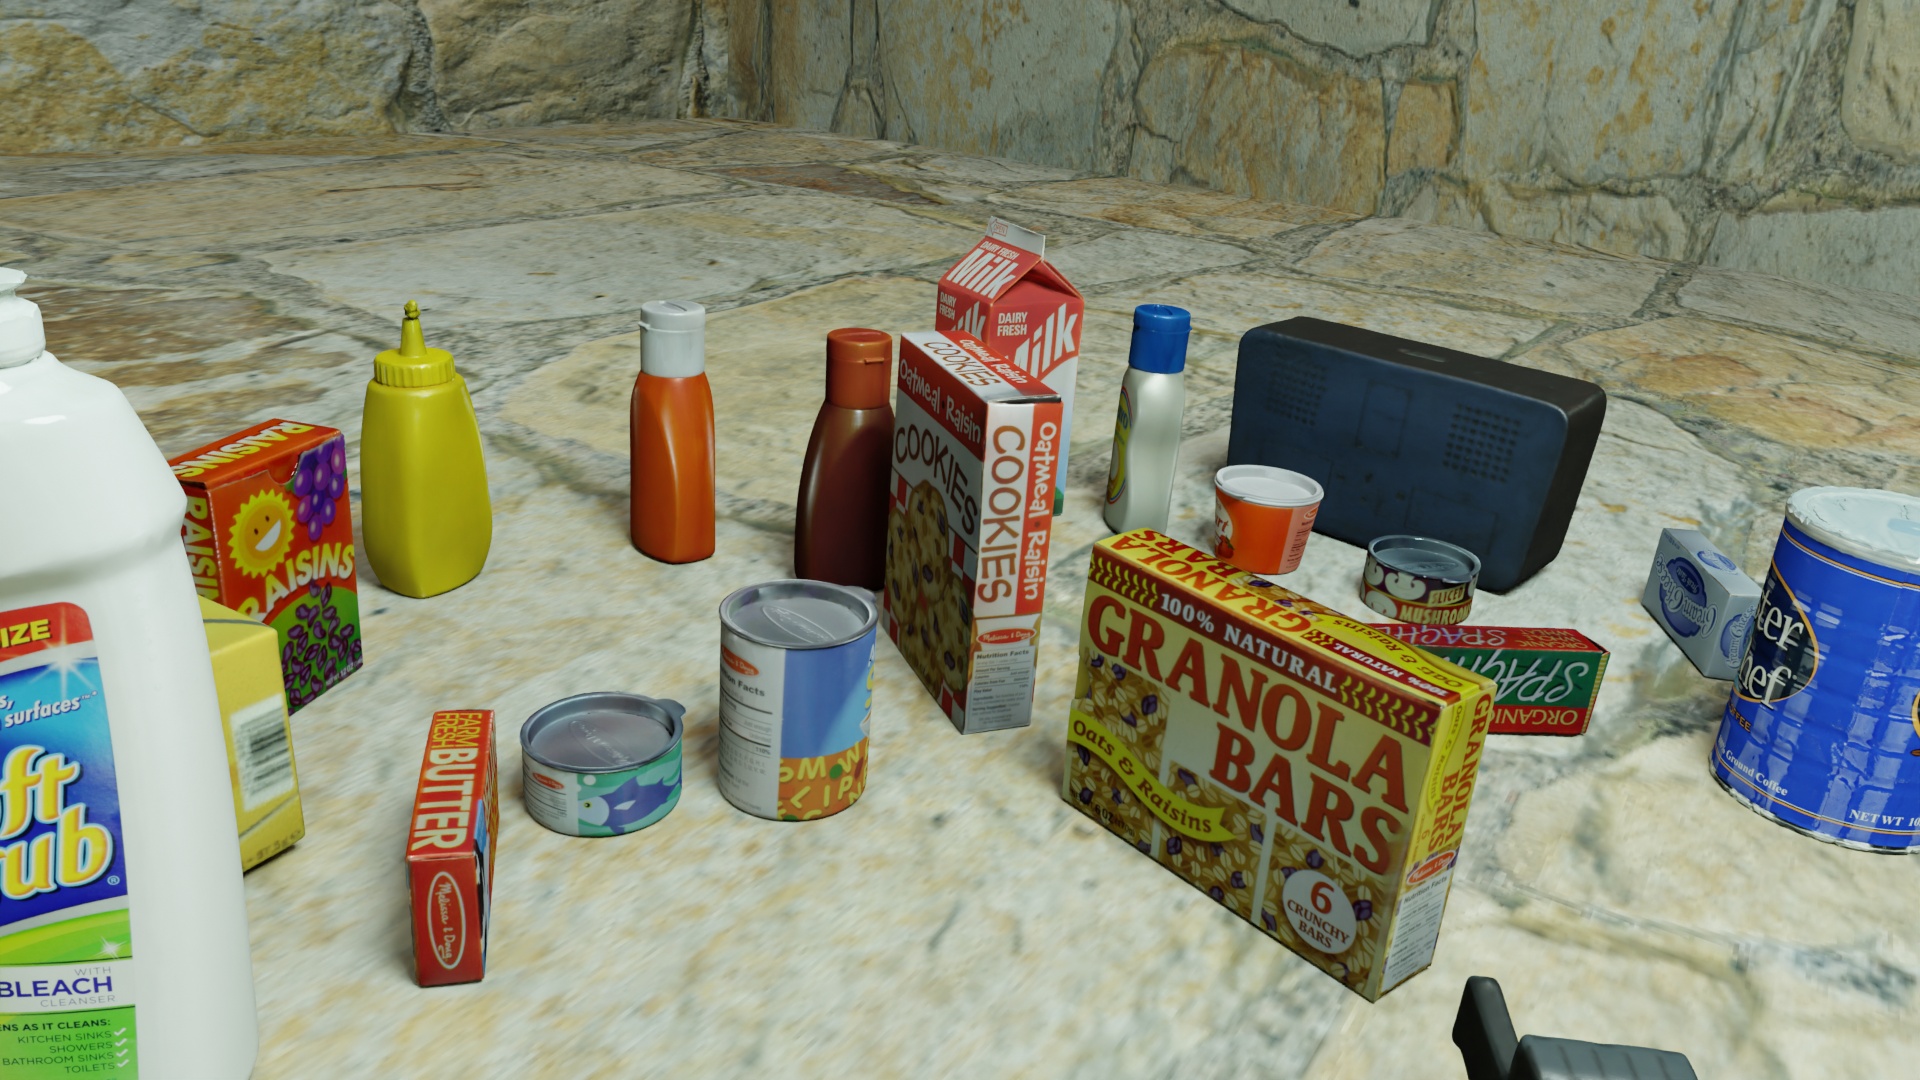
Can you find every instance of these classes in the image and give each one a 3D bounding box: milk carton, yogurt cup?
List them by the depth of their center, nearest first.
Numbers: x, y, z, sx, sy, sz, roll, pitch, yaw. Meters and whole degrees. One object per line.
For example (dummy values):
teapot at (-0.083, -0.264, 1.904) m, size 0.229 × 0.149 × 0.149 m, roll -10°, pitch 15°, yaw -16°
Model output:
yogurt cup at (0.193, -0.013, 0.886) m, size 0.072 × 0.053 × 0.073 m, roll 4°, pitch 22°, yaw -2°
milk carton at (0.029, -0.113, 0.919) m, size 0.073 × 0.189 × 0.072 m, roll -8°, pitch 25°, yaw -29°

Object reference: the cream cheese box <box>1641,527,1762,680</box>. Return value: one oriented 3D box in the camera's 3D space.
cream cheese box at (0.436, 0.036, 0.816) m, size 0.024 × 0.053 × 0.104 m, roll 6°, pitch 22°, yaw 4°

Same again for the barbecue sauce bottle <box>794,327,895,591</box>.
barbecue sauce bottle at (-0.060, -0.044, 0.787) m, size 0.065 × 0.148 × 0.044 m, roll -8°, pitch 25°, yaw -30°

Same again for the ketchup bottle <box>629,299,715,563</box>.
ketchup bottle at (-0.169, -0.065, 0.815) m, size 0.044 × 0.148 × 0.065 m, roll -13°, pitch 27°, yaw -37°

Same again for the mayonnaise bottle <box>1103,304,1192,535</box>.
mayonnaise bottle at (0.123, -0.079, 0.910) m, size 0.041 × 0.147 × 0.065 m, roll 2°, pitch 22°, yaw -7°

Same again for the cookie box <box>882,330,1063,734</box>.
cookie box at (0.002, -0.009, 0.687) m, size 0.040 × 0.166 × 0.123 m, roll -4°, pitch 23°, yaw -21°

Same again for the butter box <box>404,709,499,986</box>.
butter box at (-0.185, 0.109, 0.511) m, size 0.024 × 0.053 × 0.104 m, roll -1°, pitch 23°, yaw -15°

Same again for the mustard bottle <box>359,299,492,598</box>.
mustard bottle at (-0.288, -0.051, 0.744) m, size 0.049 × 0.159 × 0.065 m, roll 14°, pitch 23°, yaw 22°

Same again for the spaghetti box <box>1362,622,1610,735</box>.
spaghetti box at (0.195, 0.068, 0.693) m, size 0.250 × 0.050 × 0.029 m, roll 2°, pitch 22°, yaw -6°

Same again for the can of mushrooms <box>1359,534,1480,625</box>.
can of mushrooms at (0.278, 0.024, 0.838) m, size 0.071 × 0.033 × 0.071 m, roll 4°, pitch 22°, yaw -2°

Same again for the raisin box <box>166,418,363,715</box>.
raisin box at (-0.312, 0.017, 0.619) m, size 0.040 × 0.123 × 0.086 m, roll 9°, pitch 22°, yaw 12°

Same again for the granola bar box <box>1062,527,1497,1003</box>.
granola bar box at (0.114, 0.081, 0.545) m, size 0.039 × 0.123 × 0.166 m, roll -14°, pitch 28°, yaw -39°

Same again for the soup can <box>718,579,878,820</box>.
soup can at (-0.068, 0.067, 0.597) m, size 0.071 × 0.083 × 0.071 m, roll 4°, pitch 22°, yaw -2°

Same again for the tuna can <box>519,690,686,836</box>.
tuna can at (-0.148, 0.093, 0.585) m, size 0.071 × 0.032 × 0.071 m, roll 4°, pitch 22°, yaw -2°
